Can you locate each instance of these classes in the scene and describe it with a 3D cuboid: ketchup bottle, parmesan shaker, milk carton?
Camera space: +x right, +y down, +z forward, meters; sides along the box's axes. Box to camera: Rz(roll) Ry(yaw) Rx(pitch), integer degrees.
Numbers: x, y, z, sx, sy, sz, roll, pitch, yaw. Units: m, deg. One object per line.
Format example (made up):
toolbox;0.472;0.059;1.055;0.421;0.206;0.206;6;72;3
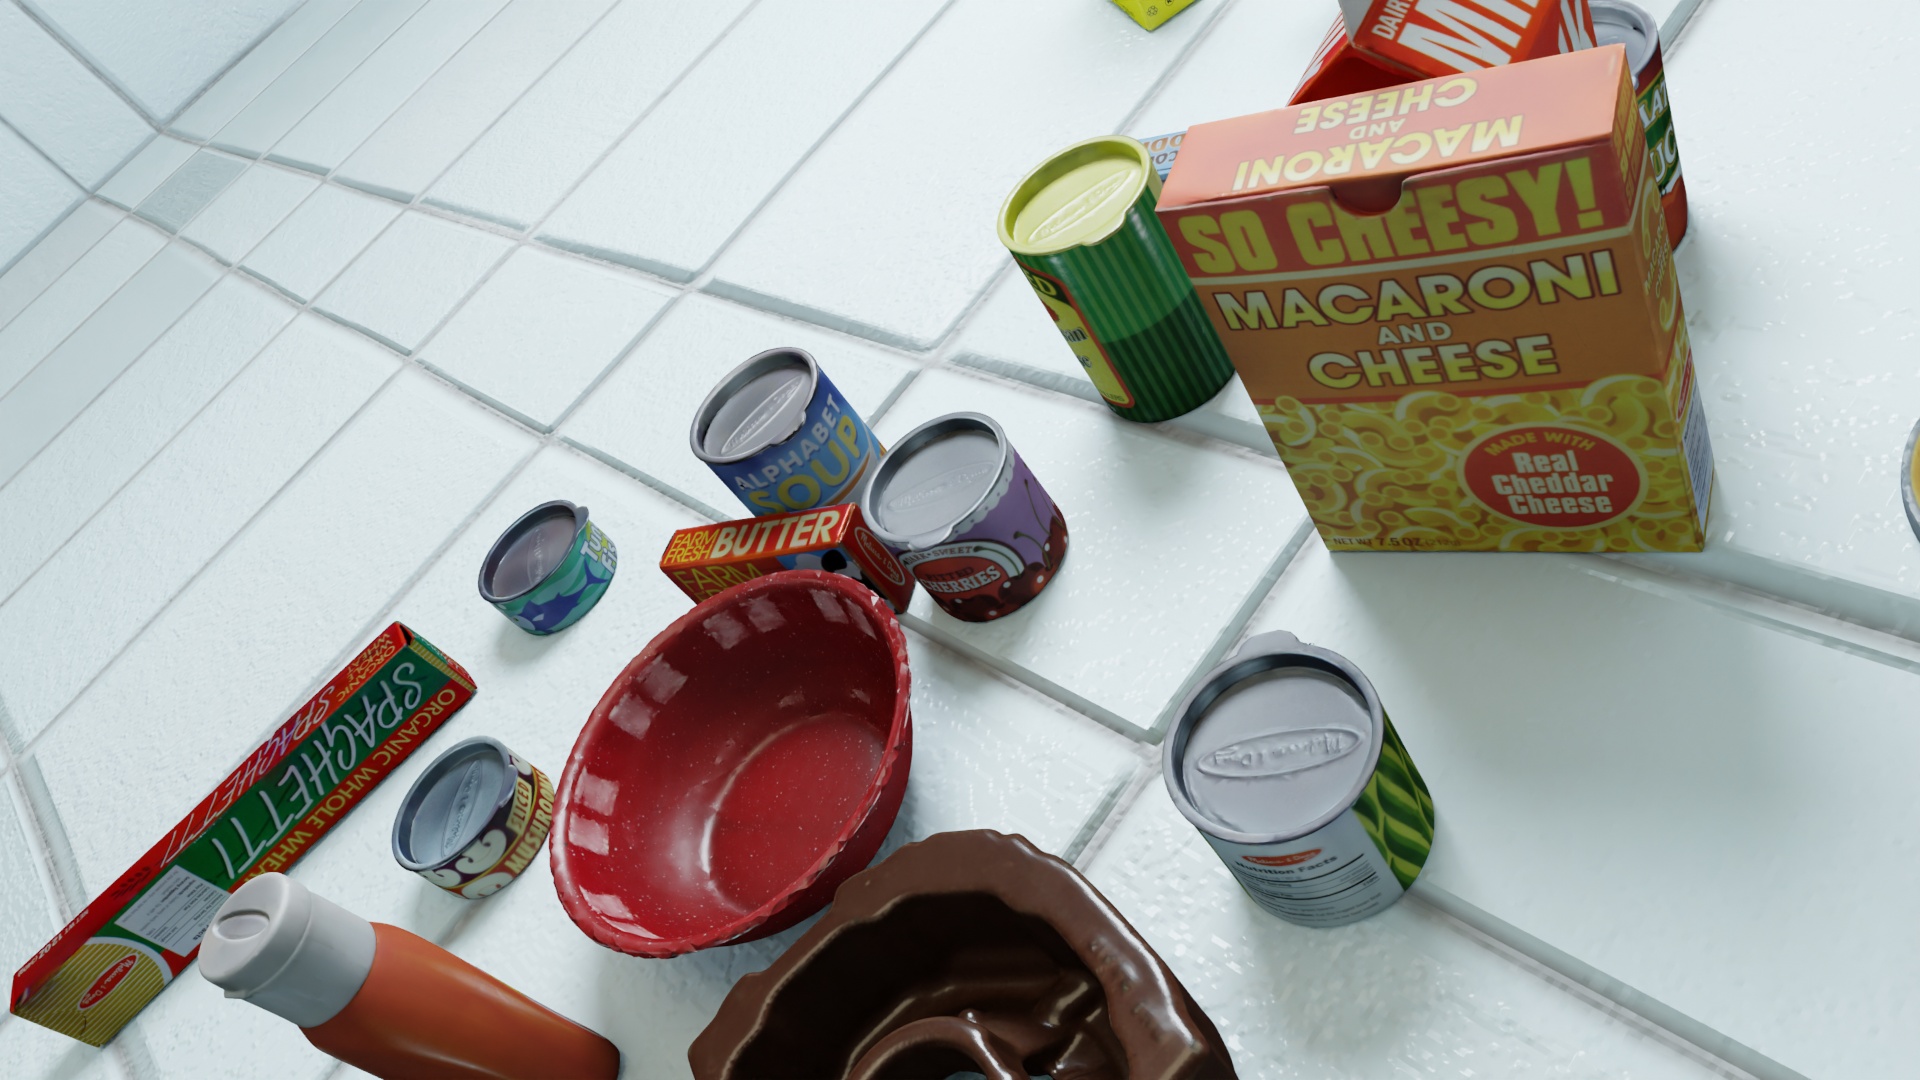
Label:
ketchup bottle;-0.186;0.163;0.475;0.064;0.148;0.044;-10;48;30
parmesan shaker;0.068;-0.103;0.570;0.071;0.102;0.072;-20;44;21
milk carton;0.162;-0.116;0.446;0.073;0.190;0.072;8;59;41

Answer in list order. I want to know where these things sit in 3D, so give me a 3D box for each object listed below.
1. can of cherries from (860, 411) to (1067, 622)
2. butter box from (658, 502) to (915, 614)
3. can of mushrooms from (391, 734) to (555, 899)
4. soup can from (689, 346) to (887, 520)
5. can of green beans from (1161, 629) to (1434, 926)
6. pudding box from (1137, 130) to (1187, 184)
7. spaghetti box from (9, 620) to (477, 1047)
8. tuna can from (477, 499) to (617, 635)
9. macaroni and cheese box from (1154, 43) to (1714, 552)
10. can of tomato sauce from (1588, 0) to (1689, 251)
can of cherries;0.002;-0.007;0.564;0.071;0.058;0.072;-20;44;21
butter box;-0.076;0.013;0.606;0.103;0.053;0.024;-7;50;32
can of mushrooms;-0.215;0.123;0.621;0.071;0.033;0.071;-20;44;20
soup can;-0.068;-0.033;0.620;0.071;0.083;0.072;-20;44;21
can of green beans;0.102;0.074;0.416;0.071;0.057;0.071;-20;44;21
pudding box;0.102;-0.160;0.639;0.083;0.049;0.030;-1;53;36
spaghetti box;-0.351;0.143;0.689;0.250;0.050;0.029;-45;41;-7
tuna can;-0.212;0.013;0.721;0.071;0.032;0.071;-20;44;20
macaroni and cheese box;0.149;-0.059;0.421;0.123;0.166;0.040;0;53;36
can of tomato sauce;0.226;-0.141;0.506;0.071;0.083;0.071;-20;44;21
